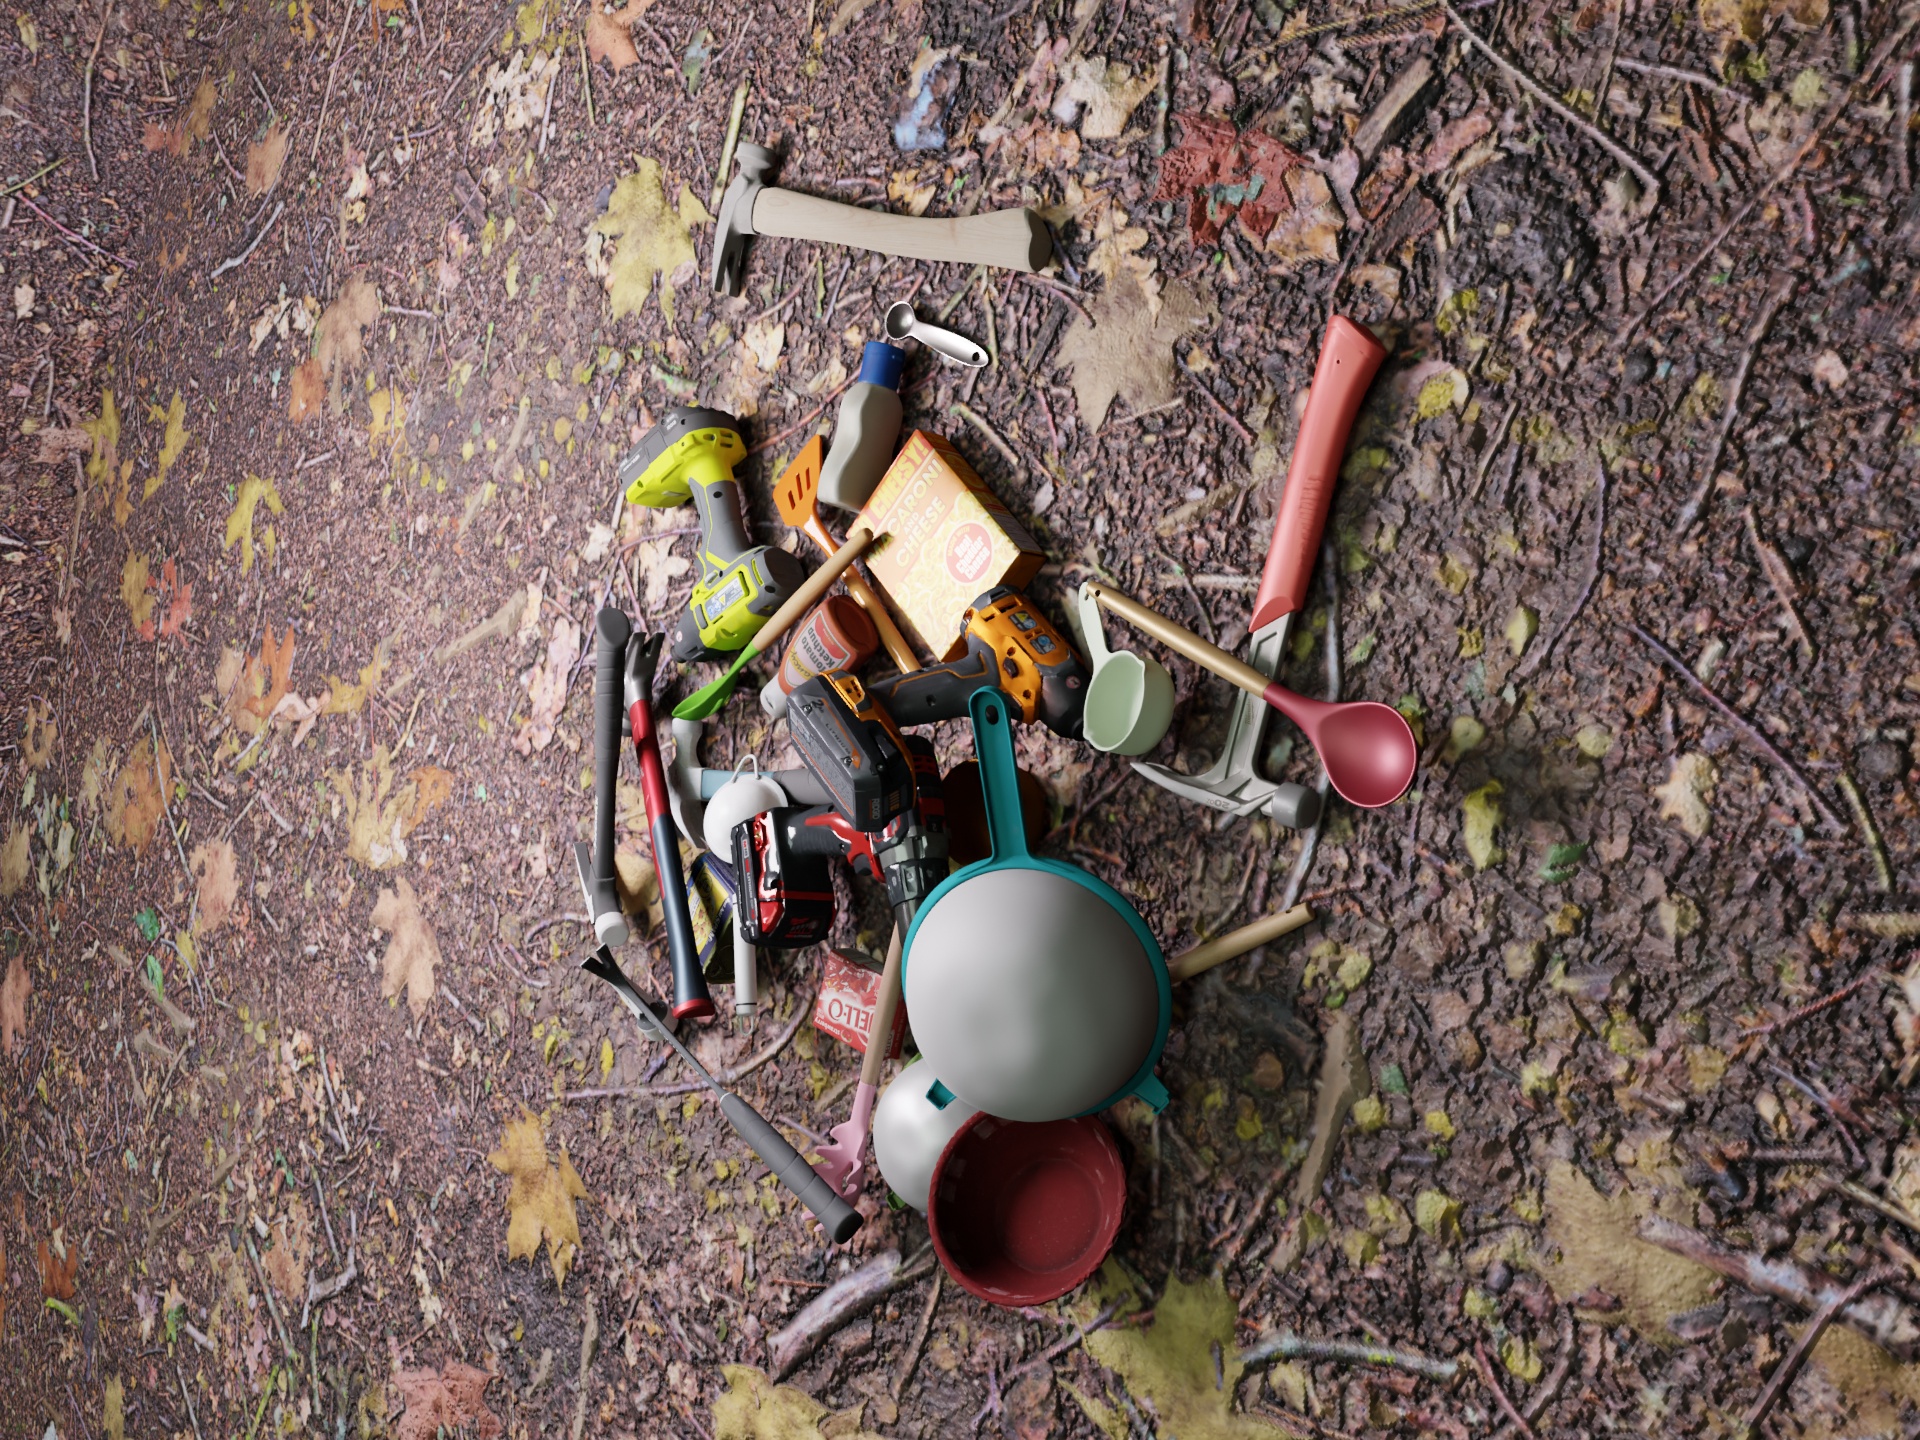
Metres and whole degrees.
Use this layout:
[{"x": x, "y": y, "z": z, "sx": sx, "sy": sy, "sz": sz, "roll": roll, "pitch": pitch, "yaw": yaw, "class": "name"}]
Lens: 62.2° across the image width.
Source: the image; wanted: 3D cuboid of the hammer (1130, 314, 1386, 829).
[{"x": 0.228, "y": -0.110, "z": 1.147, "sx": 0.149, "sy": 0.036, "sz": 0.359, "roll": 19, "pitch": 99, "yaw": 41, "class": "hammer"}]

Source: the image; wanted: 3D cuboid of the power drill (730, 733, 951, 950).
[{"x": -0.091, "y": 0.131, "z": 1.323, "sx": 0.226, "sy": 0.080, "sz": 0.188, "roll": -27, "pitch": 65, "yaw": 42, "class": "power drill"}]

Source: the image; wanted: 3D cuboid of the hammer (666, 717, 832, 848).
[{"x": -0.160, "y": 0.059, "z": 1.475, "sx": 0.331, "sy": 0.033, "sz": 0.128, "roll": -1, "pitch": 85, "yaw": 41, "class": "hammer"}]

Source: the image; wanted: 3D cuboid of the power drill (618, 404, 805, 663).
[{"x": -0.251, "y": -0.176, "z": 1.549, "sx": 0.171, "sy": 0.080, "sz": 0.223, "roll": -33, "pitch": 69, "yaw": 34, "class": "power drill"}]

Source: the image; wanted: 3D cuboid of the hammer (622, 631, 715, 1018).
[{"x": -0.277, "y": 0.098, "z": 1.491, "sx": 0.143, "sy": 0.038, "sz": 0.387, "roll": 116, "pitch": 145, "yaw": -46, "class": "hammer"}]

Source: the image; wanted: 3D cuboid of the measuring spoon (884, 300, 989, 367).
[{"x": -0.018, "y": -0.335, "z": 1.400, "sx": 0.124, "sy": 0.018, "sz": 0.034, "roll": 33, "pitch": 108, "yaw": 31, "class": "measuring spoon"}]

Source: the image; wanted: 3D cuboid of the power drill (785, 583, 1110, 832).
[{"x": -0.002, "y": -0.004, "z": 1.234, "sx": 0.164, "sy": 0.226, "sz": 0.084, "roll": 50, "pitch": 155, "yaw": 31, "class": "power drill"}]

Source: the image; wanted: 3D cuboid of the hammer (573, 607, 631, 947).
[{"x": -0.346, "y": 0.046, "z": 1.551, "sx": 0.146, "sy": 0.035, "sz": 0.334, "roll": -126, "pitch": 39, "yaw": -53, "class": "hammer"}]

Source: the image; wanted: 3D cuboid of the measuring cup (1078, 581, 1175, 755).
[{"x": 0.122, "y": -0.044, "z": 1.212, "sx": 0.083, "sy": 0.038, "sz": 0.168, "roll": -53, "pitch": 33, "yaw": 36, "class": "measuring cup"}]

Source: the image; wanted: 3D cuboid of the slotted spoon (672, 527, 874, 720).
[{"x": -0.173, "y": -0.083, "z": 1.470, "sx": 0.031, "sy": 0.070, "sz": 0.313, "roll": 45, "pitch": 128, "yaw": -6, "class": "slotted spoon"}]

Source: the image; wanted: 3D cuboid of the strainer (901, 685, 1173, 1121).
[{"x": 0.033, "y": 0.149, "z": 1.144, "sx": 0.211, "sy": 0.095, "sz": 0.340, "roll": -4, "pitch": 103, "yaw": 21, "class": "strainer"}]

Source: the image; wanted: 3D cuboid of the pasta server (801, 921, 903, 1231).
[{"x": -0.078, "y": 0.280, "z": 1.342, "sx": 0.060, "sy": 0.040, "sz": 0.316, "roll": 24, "pitch": 103, "yaw": 53, "class": "pasta server"}]

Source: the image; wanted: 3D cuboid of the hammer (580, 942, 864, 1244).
[{"x": -0.210, "y": 0.327, "z": 1.402, "sx": 0.036, "sy": 0.149, "sz": 0.409, "roll": -44, "pitch": 43, "yaw": -14, "class": "hammer"}]

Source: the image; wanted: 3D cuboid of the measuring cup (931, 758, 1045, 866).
[{"x": 0.034, "y": 0.117, "z": 1.289, "sx": 0.095, "sy": 0.052, "sz": 0.174, "roll": -19, "pitch": 76, "yaw": 39, "class": "measuring cup"}]

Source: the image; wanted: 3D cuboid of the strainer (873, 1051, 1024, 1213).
[{"x": -0.026, "y": 0.291, "z": 1.313, "sx": 0.151, "sy": 0.069, "sz": 0.256, "roll": -8, "pitch": 82, "yaw": 41, "class": "strainer"}]

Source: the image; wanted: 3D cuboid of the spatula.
[{"x": -0.090, "y": -0.127, "z": 1.439, "sx": 0.081, "sy": 0.041, "sz": 0.323, "roll": -47, "pitch": 62, "yaw": 29, "class": "spatula"}]

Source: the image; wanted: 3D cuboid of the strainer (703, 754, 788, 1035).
[{"x": -0.196, "y": 0.153, "z": 1.434, "sx": 0.087, "sy": 0.050, "sz": 0.258, "roll": -8, "pitch": 76, "yaw": 19, "class": "strainer"}]

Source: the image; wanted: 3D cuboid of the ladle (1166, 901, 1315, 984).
[{"x": 0.123, "y": 0.195, "z": 1.202, "sx": 0.320, "sy": 0.078, "sz": 0.062, "roll": -31, "pitch": 109, "yaw": 31, "class": "ladle"}]

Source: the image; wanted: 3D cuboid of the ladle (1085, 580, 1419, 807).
[{"x": 0.199, "y": -0.031, "z": 1.126, "sx": 0.316, "sy": 0.031, "sz": 0.069, "roll": 36, "pitch": 108, "yaw": 39, "class": "ladle"}]

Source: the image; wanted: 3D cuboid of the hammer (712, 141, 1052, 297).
[{"x": -0.083, "y": -0.438, "z": 1.448, "sx": 0.411, "sy": 0.038, "sz": 0.146, "roll": 23, "pitch": 103, "yaw": 40, "class": "hammer"}]
